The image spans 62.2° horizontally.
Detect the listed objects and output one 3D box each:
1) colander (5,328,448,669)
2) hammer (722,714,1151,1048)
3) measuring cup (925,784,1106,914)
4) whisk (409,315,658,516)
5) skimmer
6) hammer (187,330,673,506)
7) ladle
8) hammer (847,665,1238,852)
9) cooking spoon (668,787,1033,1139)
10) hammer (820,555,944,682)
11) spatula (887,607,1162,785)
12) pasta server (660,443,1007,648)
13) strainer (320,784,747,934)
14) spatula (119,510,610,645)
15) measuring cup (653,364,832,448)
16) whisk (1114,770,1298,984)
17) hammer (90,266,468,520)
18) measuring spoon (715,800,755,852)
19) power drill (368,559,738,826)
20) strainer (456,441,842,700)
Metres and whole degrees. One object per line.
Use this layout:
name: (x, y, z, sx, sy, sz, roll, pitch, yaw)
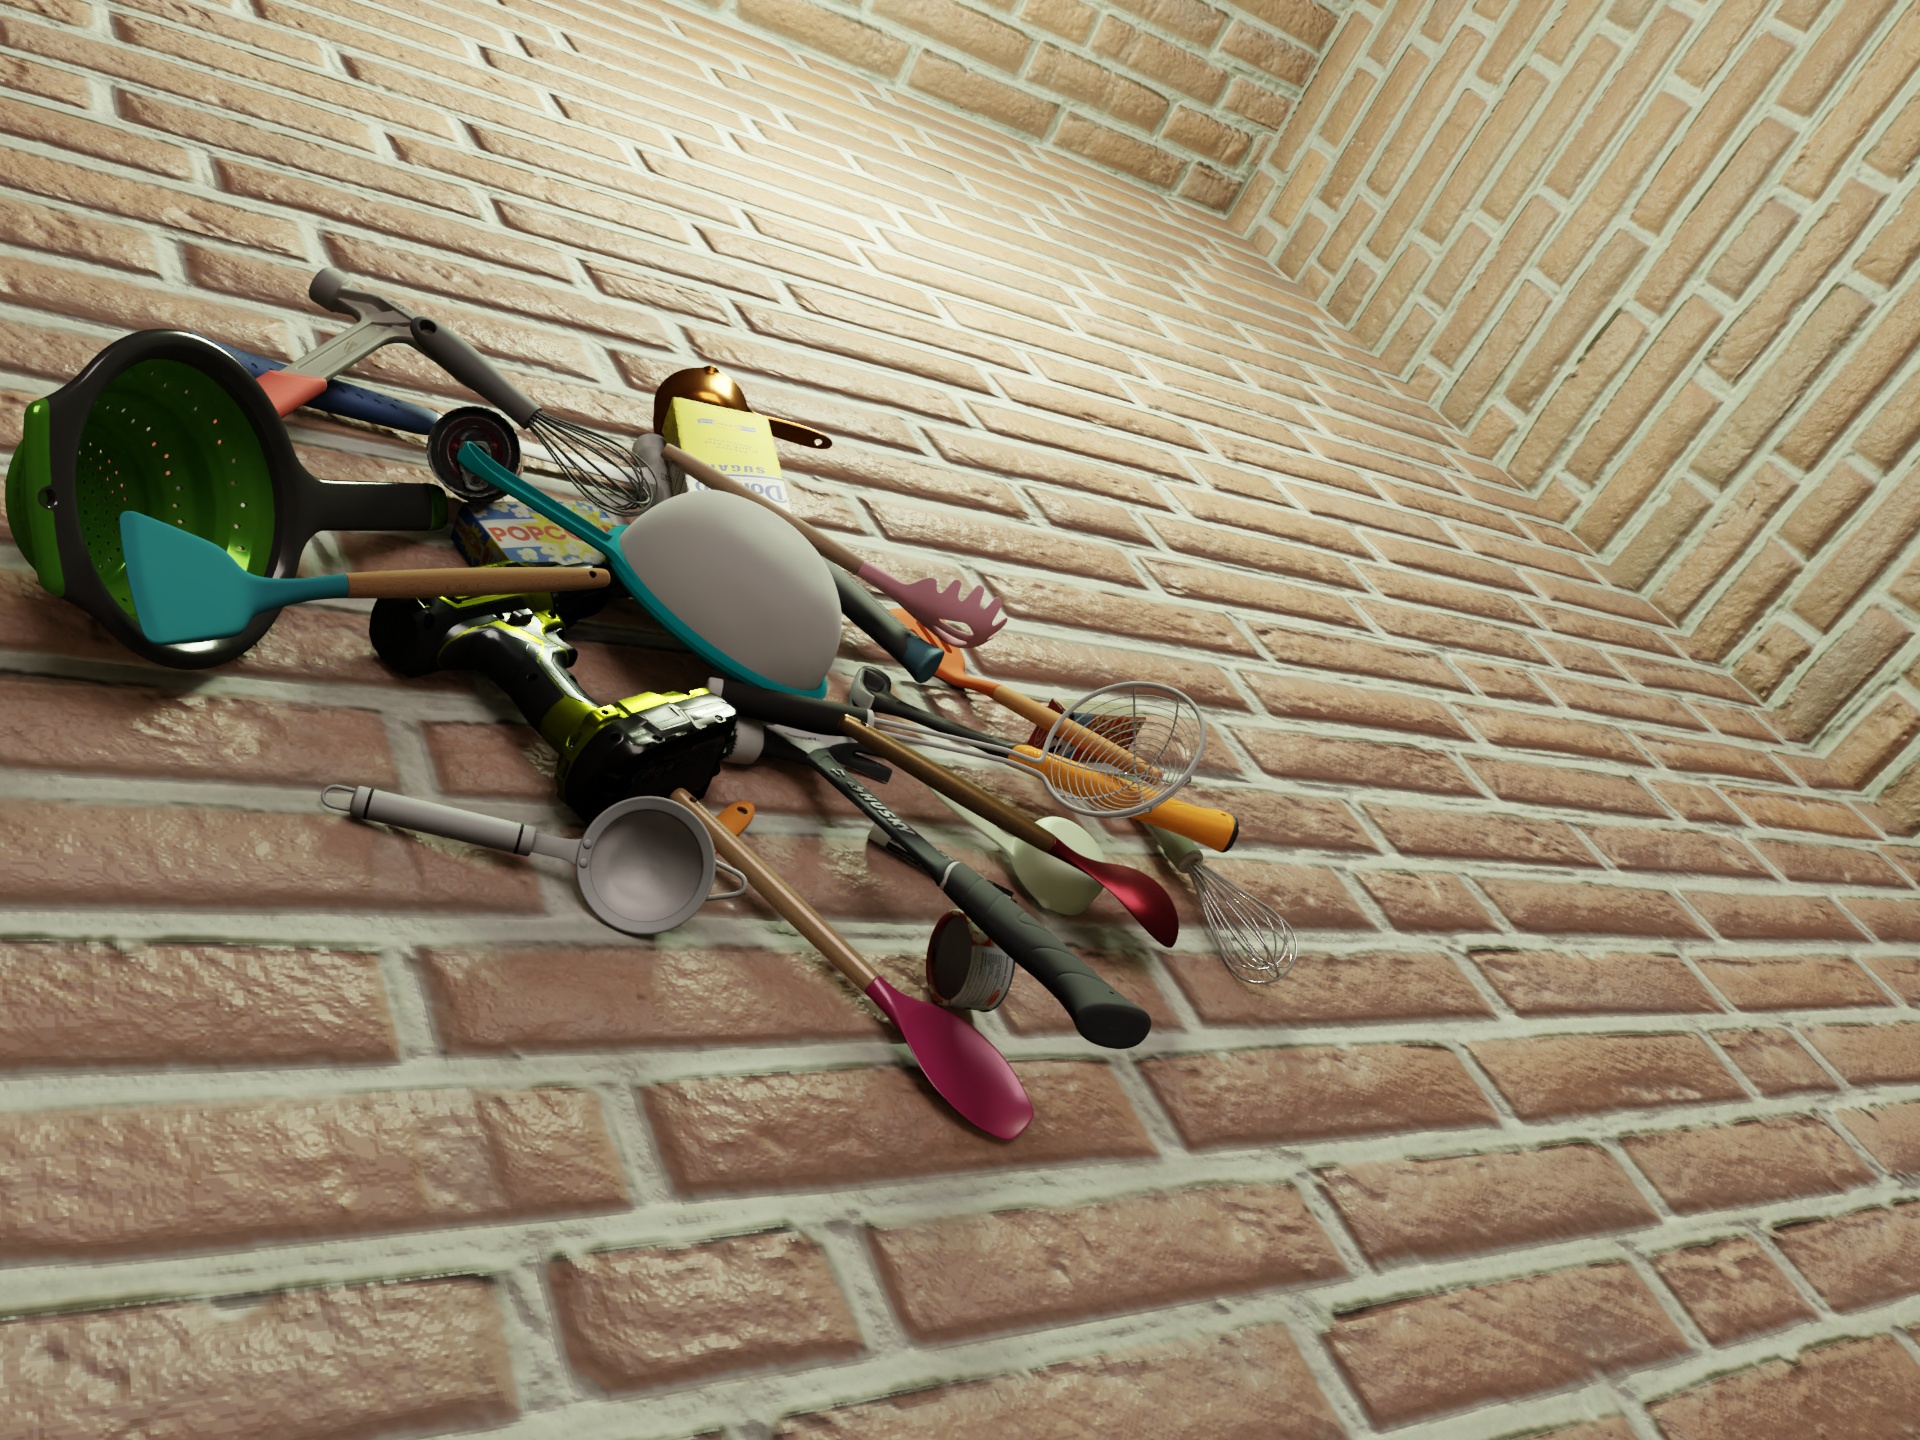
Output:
colander: (-0.486, -0.143, 1.054, 0.094, 0.204, 0.397, 1, 7, 15)
hammer: (-0.013, 0.097, 1.070, 0.149, 0.036, 0.409, 8, 19, -40)
measuring cup: (0.044, 0.082, 1.219, 0.167, 0.038, 0.083, 38, 30, -12)
whisk: (-0.343, -0.246, 1.277, 0.239, 0.055, 0.055, 39, 29, -5)
skimmer: (-0.002, -0.004, 1.168, 0.363, 0.090, 0.127, 12, 47, -15)
hammer: (-0.424, -0.241, 1.319, 0.405, 0.035, 0.144, 13, 34, -29)
ladle: (0.044, 0.078, 1.157, 0.315, 0.031, 0.069, 32, 21, -19)
hammer: (0.069, 0.038, 1.279, 0.337, 0.034, 0.127, 21, 12, -7)
cooking spoon: (-0.076, 0.154, 1.035, 0.319, 0.017, 0.069, 42, 32, 11)
hammer: (-0.128, -0.137, 1.403, 0.128, 0.033, 0.331, -10, 42, -47)
spatula: (0.051, -0.023, 1.362, 0.081, 0.041, 0.323, -4, 25, -45)
pasta server: (-0.104, -0.145, 1.319, 0.316, 0.060, 0.040, 30, 45, -8)
strainer: (-0.261, 0.075, 0.982, 0.258, 0.050, 0.087, 15, 76, -16)
spatula: (-0.362, -0.089, 1.013, 0.317, 0.044, 0.082, -7, 74, -41)
measuring cup: (-0.204, -0.270, 1.498, 0.173, 0.095, 0.052, 13, 42, -15)
whisk: (0.195, 0.124, 1.320, 0.247, 0.059, 0.057, 53, -1, 40)
hammer: (-0.507, -0.233, 1.182, 0.149, 0.036, 0.359, 32, 37, -4)
measuring spoon: (-0.169, 0.079, 1.087, 0.021, 0.011, 0.117, 34, 29, 5)
power drill: (-0.266, -0.033, 1.106, 0.229, 0.080, 0.190, 39, 31, 19)
strainer: (-0.209, -0.141, 1.203, 0.340, 0.095, 0.211, 32, 16, -35)
